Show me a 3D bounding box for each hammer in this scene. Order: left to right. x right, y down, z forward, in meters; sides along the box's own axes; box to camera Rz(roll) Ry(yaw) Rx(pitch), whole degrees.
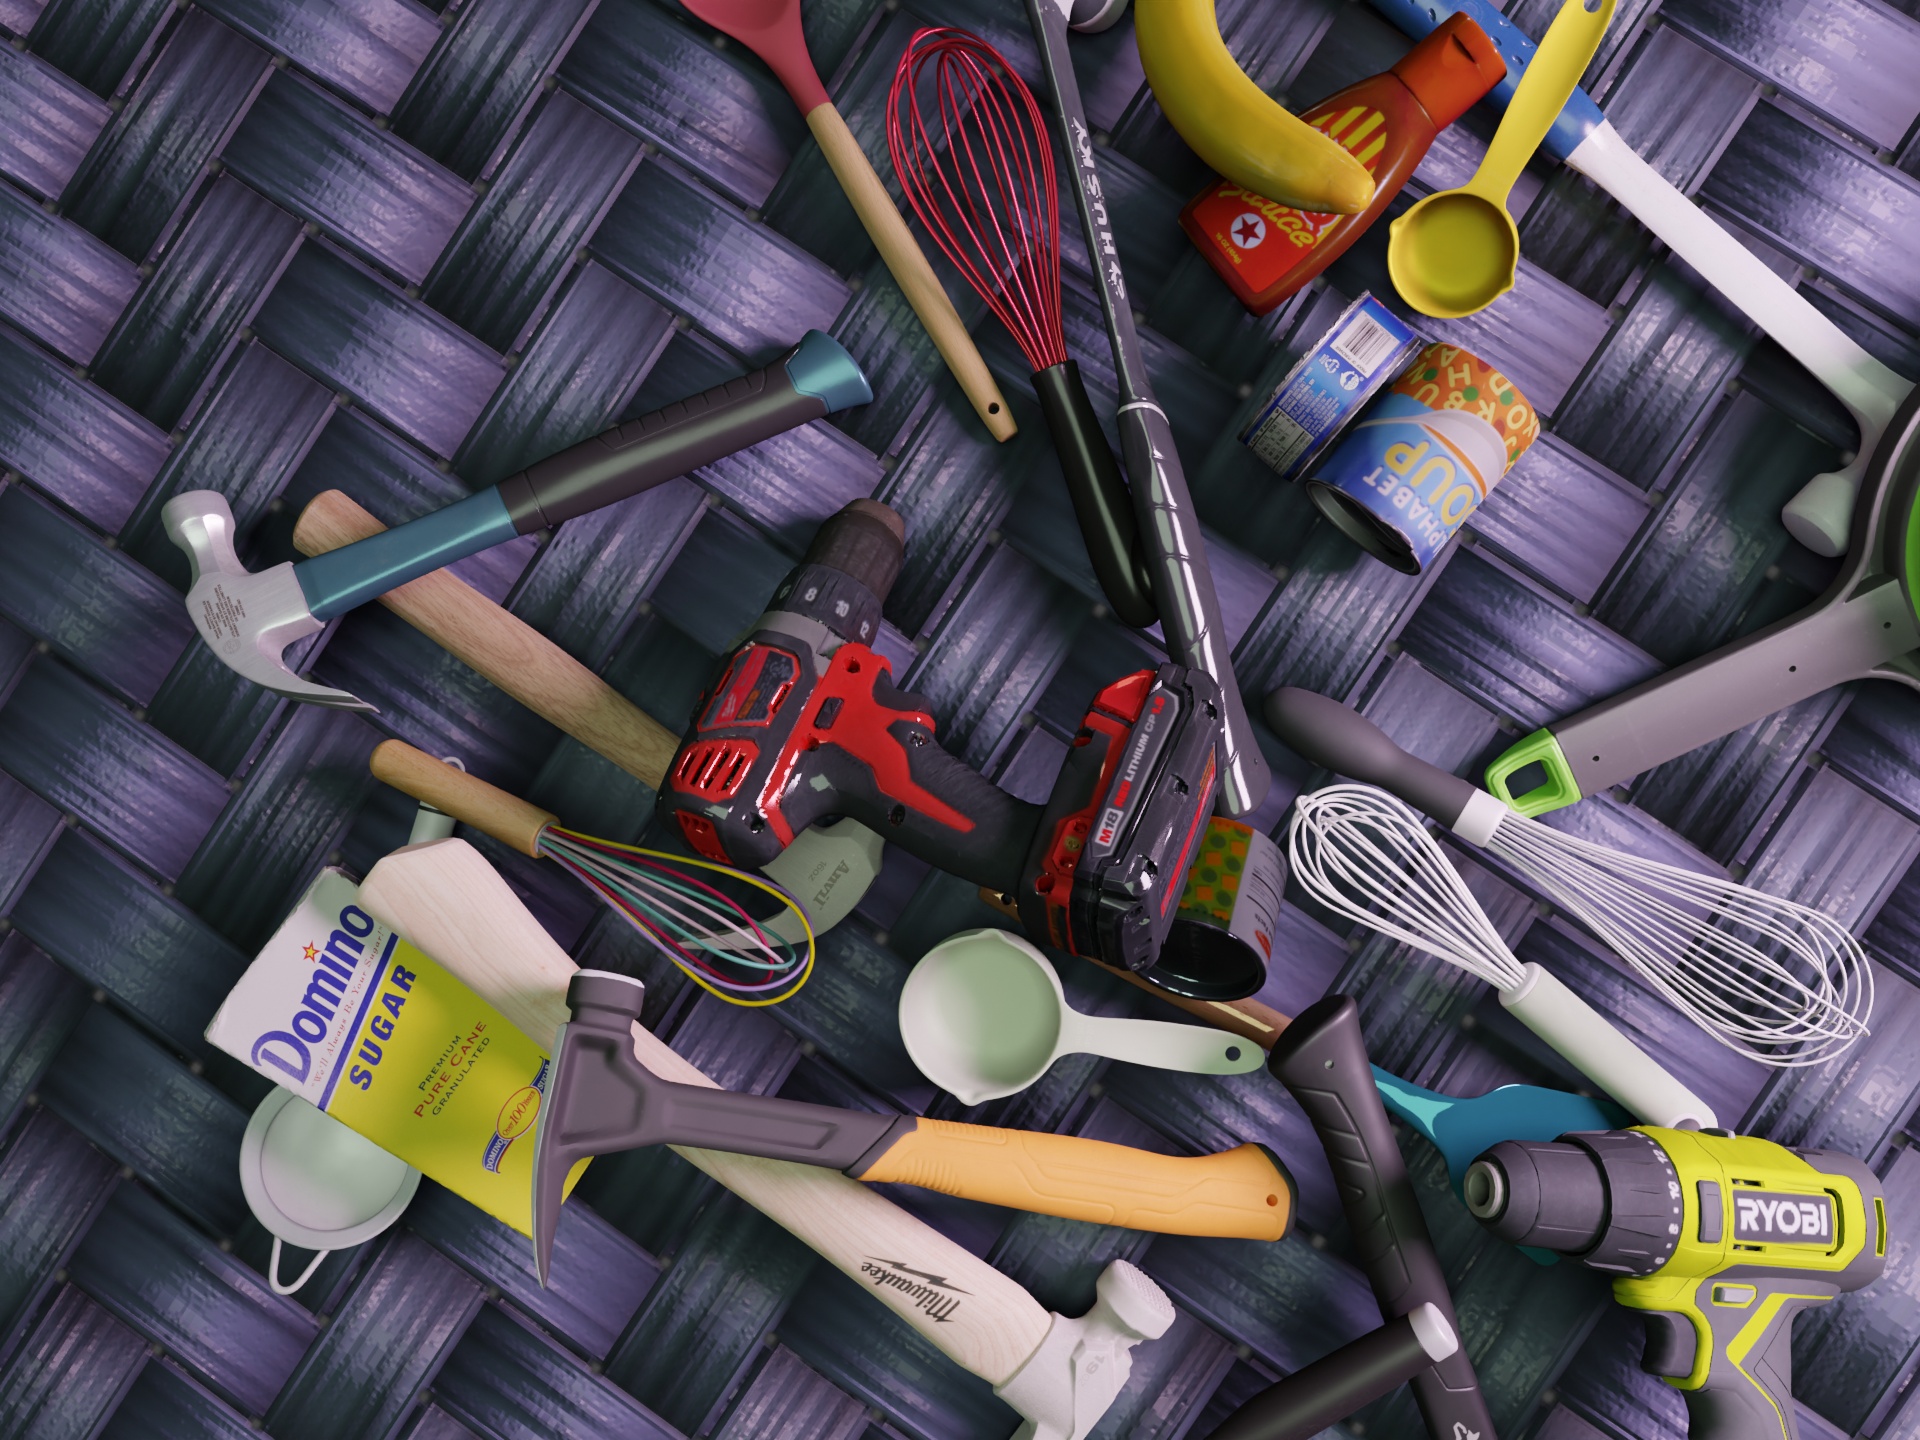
[{"bbox_3d":[-0.201,-0.106,0.750,0.331,0.033,0.128,-24,78,-4],"label":"hammer"},{"bbox_3d":[-0.185,-0.006,0.769,0.331,0.031,0.130,34,91,5],"label":"hammer"},{"bbox_3d":[-0.104,0.201,0.720,0.410,0.038,0.146,38,92,-5],"label":"hammer"},{"bbox_3d":[-0.012,0.196,0.688,0.336,0.034,0.127,11,71,-12],"label":"hammer"},{"bbox_3d":[0.077,-0.154,0.714,0.036,0.149,0.409,-12,95,31],"label":"hammer"},{"bbox_3d":[0.215,0.279,0.703,0.146,0.035,0.335,-20,95,5],"label":"hammer"},{"bbox_3d":[0.299,-0.263,0.731,0.405,0.035,0.144,44,93,5],"label":"hammer"}]

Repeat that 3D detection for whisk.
[{"bbox_3d":[-0.174,0.066,0.728,0.245,0.051,0.047,23,115,18],"label":"whisk"},{"bbox_3d":[0.036,-0.182,0.742,0.073,0.073,0.296,-21,92,4],"label":"whisk"},{"bbox_3d":[0.245,0.113,0.716,0.246,0.059,0.058,40,108,-4],"label":"whisk"},{"bbox_3d":[0.259,0.060,0.702,0.285,0.070,0.070,31,91,19],"label":"whisk"}]

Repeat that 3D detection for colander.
[{"bbox_3d":[0.419,-0.040,0.665,0.397,0.094,0.204,-27,106,11],"label":"colander"}]

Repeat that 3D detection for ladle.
[{"bbox_3d":[-0.054,-0.272,0.767,0.069,0.031,0.315,-30,88,6],"label":"ladle"}]

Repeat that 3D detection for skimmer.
[{"bbox_3d":[0.067,0.375,0.683,0.363,0.090,0.127,-37,120,14],"label":"skimmer"}]

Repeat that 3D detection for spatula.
[{"bbox_3d":[0.152,0.149,0.741,0.317,0.044,0.082,26,92,10],"label":"spatula"}]

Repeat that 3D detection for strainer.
[{"bbox_3d":[-0.280,0.143,0.769,0.087,0.050,0.258,15,84,1],"label":"strainer"}]

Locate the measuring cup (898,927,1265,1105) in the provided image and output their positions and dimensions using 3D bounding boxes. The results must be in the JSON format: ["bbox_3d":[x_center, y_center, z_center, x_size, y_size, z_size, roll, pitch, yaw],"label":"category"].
[{"bbox_3d":[0.056,0.140,0.739,0.167,0.038,0.083,8,94,5],"label":"measuring cup"}]

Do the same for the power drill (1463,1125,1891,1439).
[{"bbox_3d":[0.293,0.283,0.656,0.190,0.080,0.229,9,76,-17],"label":"power drill"}]

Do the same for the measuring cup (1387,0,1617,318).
[{"bbox_3d":[0.246,-0.255,0.708,0.062,0.029,0.156,31,119,10],"label":"measuring cup"}]

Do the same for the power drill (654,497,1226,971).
[{"bbox_3d":[-0.001,-0.002,0.695,0.227,0.080,0.188,16,62,18],"label":"power drill"}]
